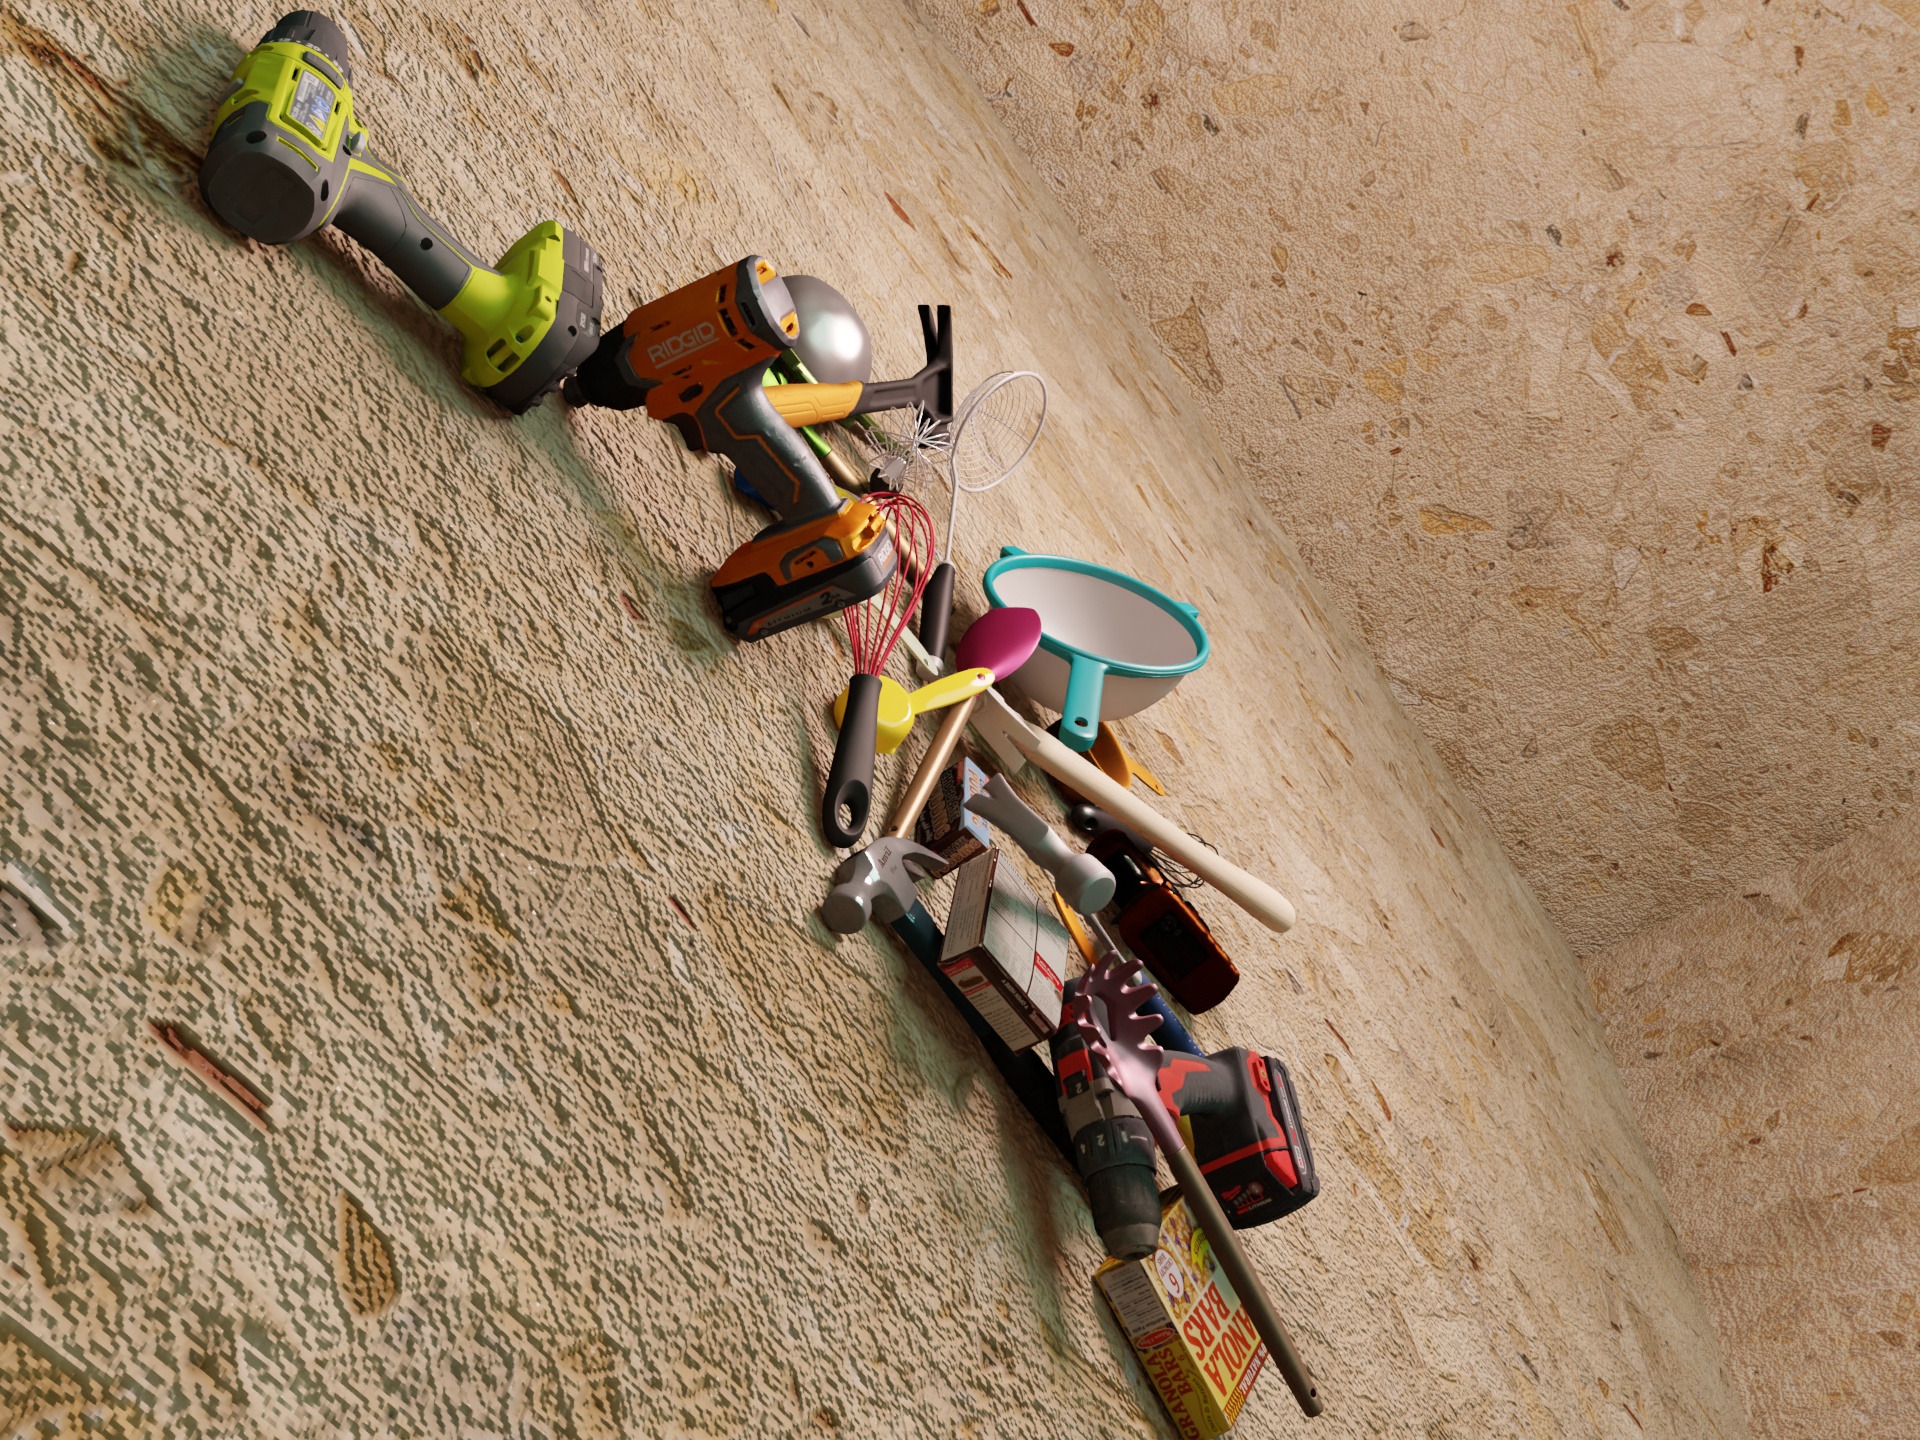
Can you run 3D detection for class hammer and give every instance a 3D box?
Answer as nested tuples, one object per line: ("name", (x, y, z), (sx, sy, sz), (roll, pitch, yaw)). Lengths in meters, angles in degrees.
("hammer", (0.119, 0.180, 1.184), (0.144, 0.035, 0.405), (42, -9, 42))
("hammer", (0.027, 0.216, 1.070), (0.331, 0.033, 0.128), (54, 23, -12))
("hammer", (-0.103, -0.268, 1.297), (0.337, 0.034, 0.127), (-26, 122, -55))
("hammer", (0.160, 0.090, 1.367), (0.410, 0.038, 0.146), (34, 8, -31))

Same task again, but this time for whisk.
("whisk", (-0.065, -0.043, 1.115), (0.073, 0.073, 0.296), (38, 46, -41))
("whisk", (0.175, 0.115, 1.500), (0.238, 0.055, 0.055), (25, 39, -48))
("whisk", (-0.051, -0.210, 1.299), (0.070, 0.070, 0.284), (57, -5, -5))

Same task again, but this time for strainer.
("strainer", (0.101, -0.032, 1.369), (0.211, 0.095, 0.341), (18, 29, -1))
("strainer", (-0.093, -0.312, 1.420), (0.256, 0.069, 0.152), (39, 18, -51))

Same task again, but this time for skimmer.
("skimmer", (0.022, -0.173, 1.414), (0.127, 0.090, 0.364), (93, 3, -50))

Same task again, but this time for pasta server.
("pasta server", (0.152, 0.292, 0.996), (0.060, 0.040, 0.316), (-27, 88, -41))

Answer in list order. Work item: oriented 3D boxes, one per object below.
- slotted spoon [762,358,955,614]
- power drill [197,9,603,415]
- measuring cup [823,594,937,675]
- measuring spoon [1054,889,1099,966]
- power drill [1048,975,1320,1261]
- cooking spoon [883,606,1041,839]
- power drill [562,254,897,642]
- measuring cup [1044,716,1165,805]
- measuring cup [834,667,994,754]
("slotted spoon", (-0.099, -0.208, 1.356), (0.313, 0.031, 0.070), (51, 18, -22))
("power drill", (-0.324, -0.304, 0.938), (0.228, 0.080, 0.191), (36, 31, -38))
("measuring cup", (-0.079, -0.084, 1.226), (0.167, 0.038, 0.083), (48, 24, -30))
("measuring spoon", (0.109, 0.189, 1.305), (0.117, 0.011, 0.021), (61, 22, 5))
("power drill", (0.150, 0.288, 1.089), (0.226, 0.080, 0.188), (30, 38, -39))
("cooking spoon", (-0.002, -0.004, 1.217), (0.319, 0.069, 0.017), (-63, 148, -49))
("power drill", (-0.154, -0.172, 1.054), (0.084, 0.164, 0.226), (-69, 137, -63))
("measuring cup", (0.134, 0.050, 1.487), (0.173, 0.052, 0.095), (33, 33, -51))
("measuring cup", (-0.025, -0.021, 1.180), (0.156, 0.029, 0.062), (-21, 70, -40))
